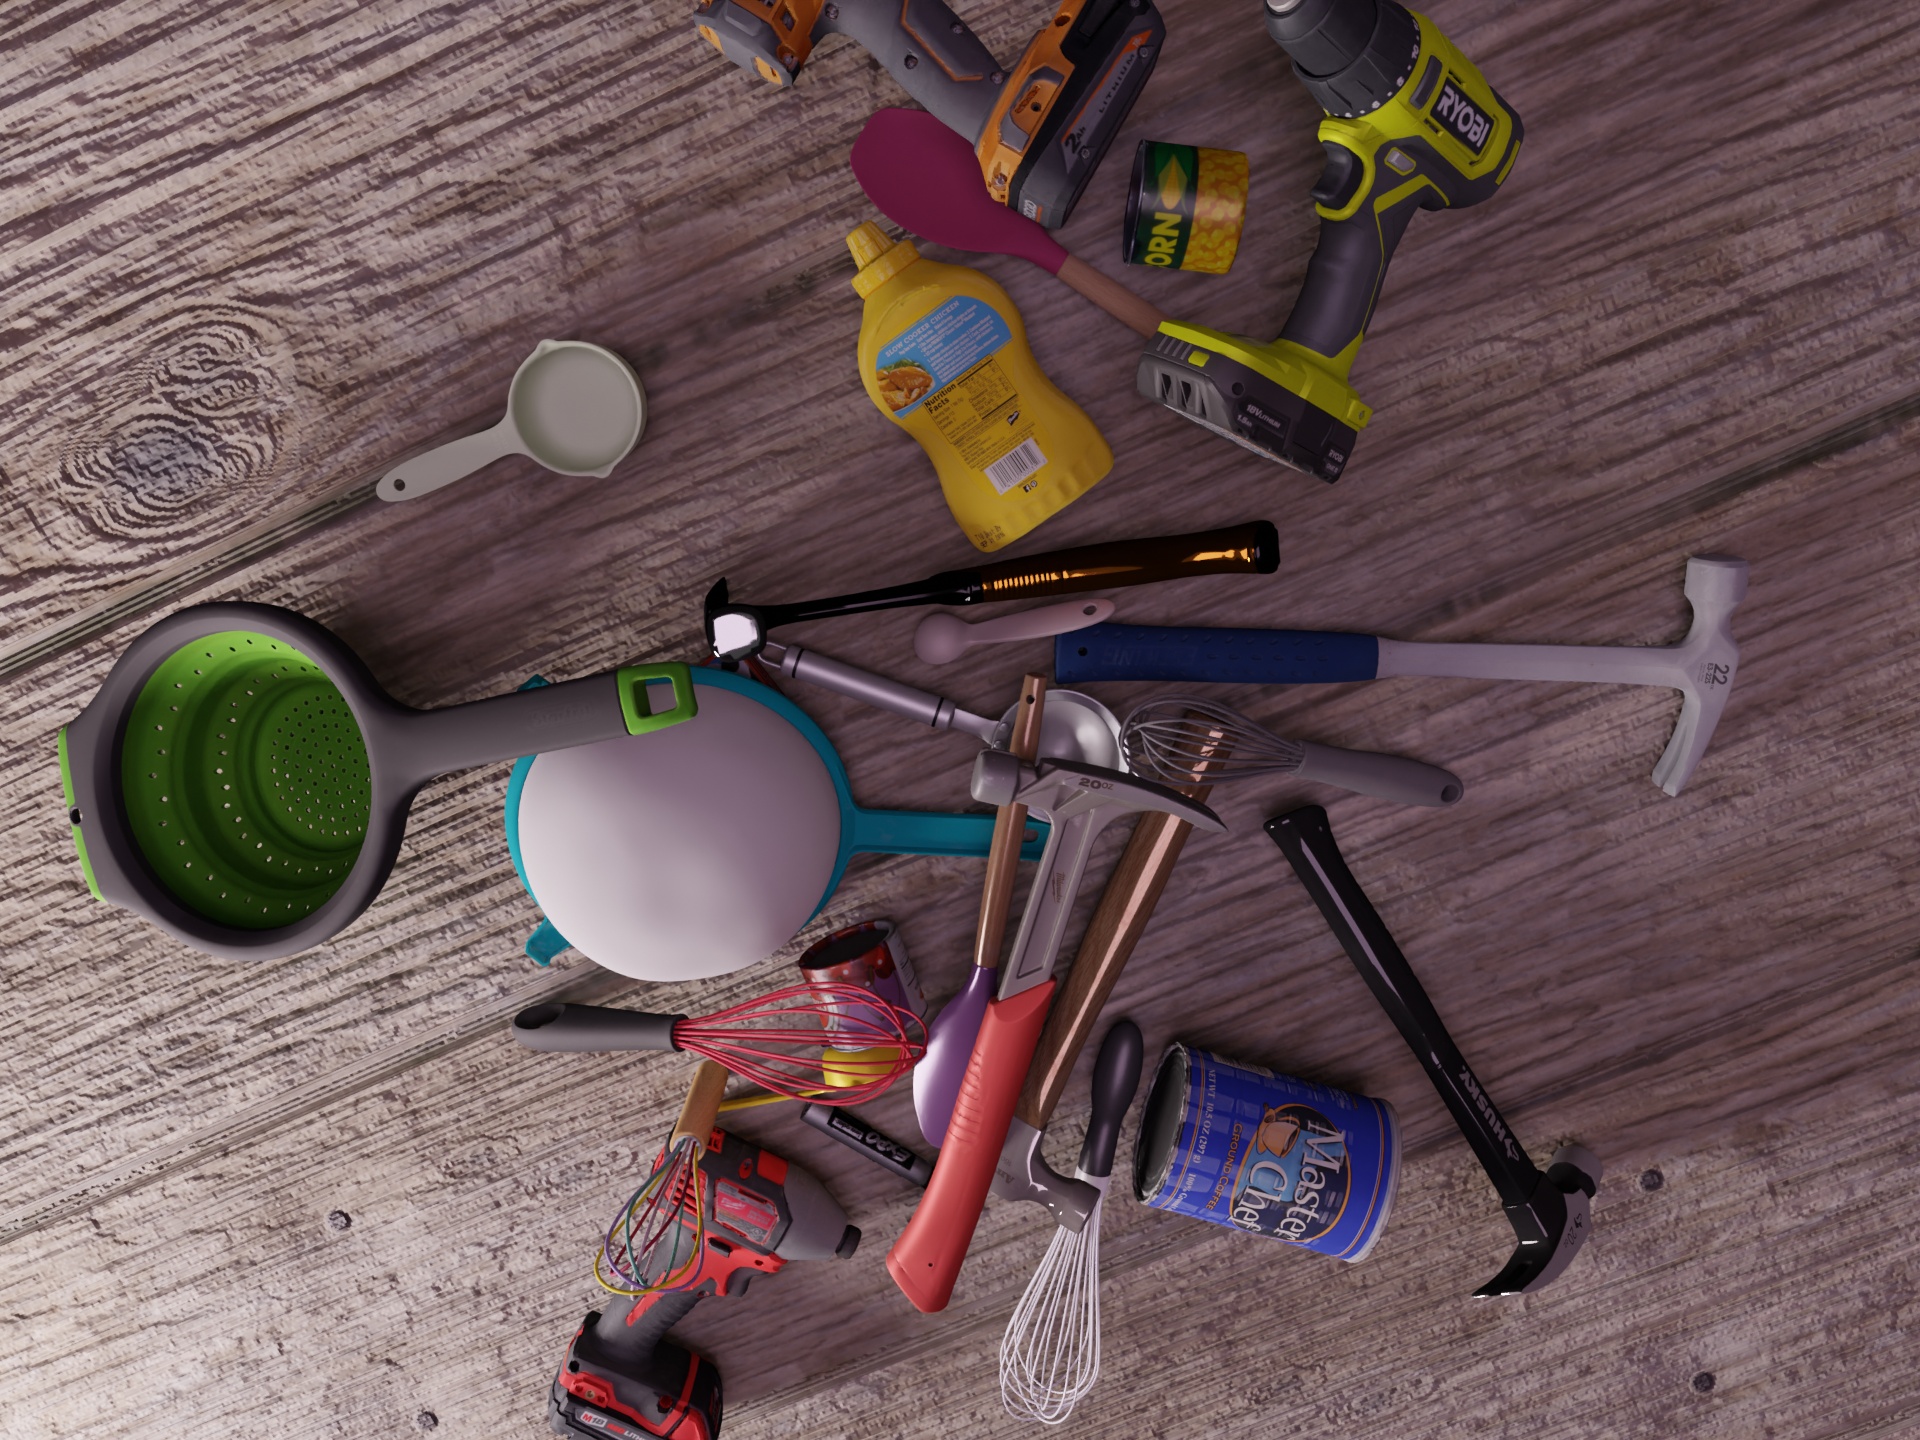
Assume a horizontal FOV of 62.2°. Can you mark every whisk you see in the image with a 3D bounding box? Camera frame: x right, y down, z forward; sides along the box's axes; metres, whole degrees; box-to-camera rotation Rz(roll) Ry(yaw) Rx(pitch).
[{"bbox_3d":[0.199,0.025,0.942,0.238,0.055,0.055,11,105,-20],"label":"whisk"},{"bbox_3d":[0.078,0.330,1.040,0.070,0.070,0.284,11,99,-2],"label":"whisk"},{"bbox_3d":[-0.154,0.191,0.965,0.296,0.073,0.073,-2,106,25],"label":"whisk"},{"bbox_3d":[-0.166,0.258,0.924,0.047,0.245,0.051,-31,102,8],"label":"whisk"}]

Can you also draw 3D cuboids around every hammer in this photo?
[{"bbox_3d":[0.036,0.197,0.955,0.149,0.037,0.359,14,104,-7],"label":"hammer"},{"bbox_3d":[0.086,0.147,0.991,0.130,0.031,0.331,26,99,15],"label":"hammer"},{"bbox_3d":[0.020,-0.080,0.924,0.337,0.127,0.034,-8,103,-7],"label":"hammer"},{"bbox_3d":[0.285,0.196,0.981,0.035,0.146,0.334,-28,96,45],"label":"hammer"},{"bbox_3d":[0.259,-0.031,0.954,0.405,0.035,0.144,1,104,0],"label":"hammer"}]

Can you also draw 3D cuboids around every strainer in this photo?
[{"bbox_3d":[-0.002,-0.003,0.963,0.258,0.050,0.086,19,112,1],"label":"strainer"},{"bbox_3d":[-0.103,0.083,0.944,0.340,0.095,0.211,2,114,-6],"label":"strainer"}]

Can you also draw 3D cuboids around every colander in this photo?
[{"bbox_3d":[-0.320,0.017,0.914,0.397,0.094,0.204,-11,92,15],"label":"colander"}]

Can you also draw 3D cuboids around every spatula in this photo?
[{"bbox_3d":[0.017,0.123,0.963,0.060,0.018,0.315,14,106,13],"label":"spatula"}]

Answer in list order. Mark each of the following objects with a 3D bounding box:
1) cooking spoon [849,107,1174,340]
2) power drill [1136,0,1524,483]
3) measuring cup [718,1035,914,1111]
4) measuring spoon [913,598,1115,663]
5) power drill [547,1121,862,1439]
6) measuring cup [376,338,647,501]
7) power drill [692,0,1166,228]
[{"bbox_3d":[0.079,-0.246,0.909,0.319,0.017,0.069,31,83,-8],"label":"cooking spoon"},{"bbox_3d":[0.186,-0.256,0.829,0.190,0.080,0.228,15,104,-44],"label":"power drill"},{"bbox_3d":[-0.106,0.227,1.024,0.156,0.062,0.029,-15,82,16],"label":"measuring cup"},{"bbox_3d":[0.030,-0.059,0.940,0.124,0.034,0.018,-10,145,14],"label":"measuring spoon"},{"bbox_3d":[-0.168,0.380,1.046,0.143,0.078,0.219,27,100,-7],"label":"power drill"},{"bbox_3d":[-0.260,-0.165,0.925,0.167,0.038,0.083,-21,103,8],"label":"measuring cup"},{"bbox_3d":[-0.003,-0.392,0.844,0.226,0.084,0.185,30,95,-2],"label":"power drill"}]
